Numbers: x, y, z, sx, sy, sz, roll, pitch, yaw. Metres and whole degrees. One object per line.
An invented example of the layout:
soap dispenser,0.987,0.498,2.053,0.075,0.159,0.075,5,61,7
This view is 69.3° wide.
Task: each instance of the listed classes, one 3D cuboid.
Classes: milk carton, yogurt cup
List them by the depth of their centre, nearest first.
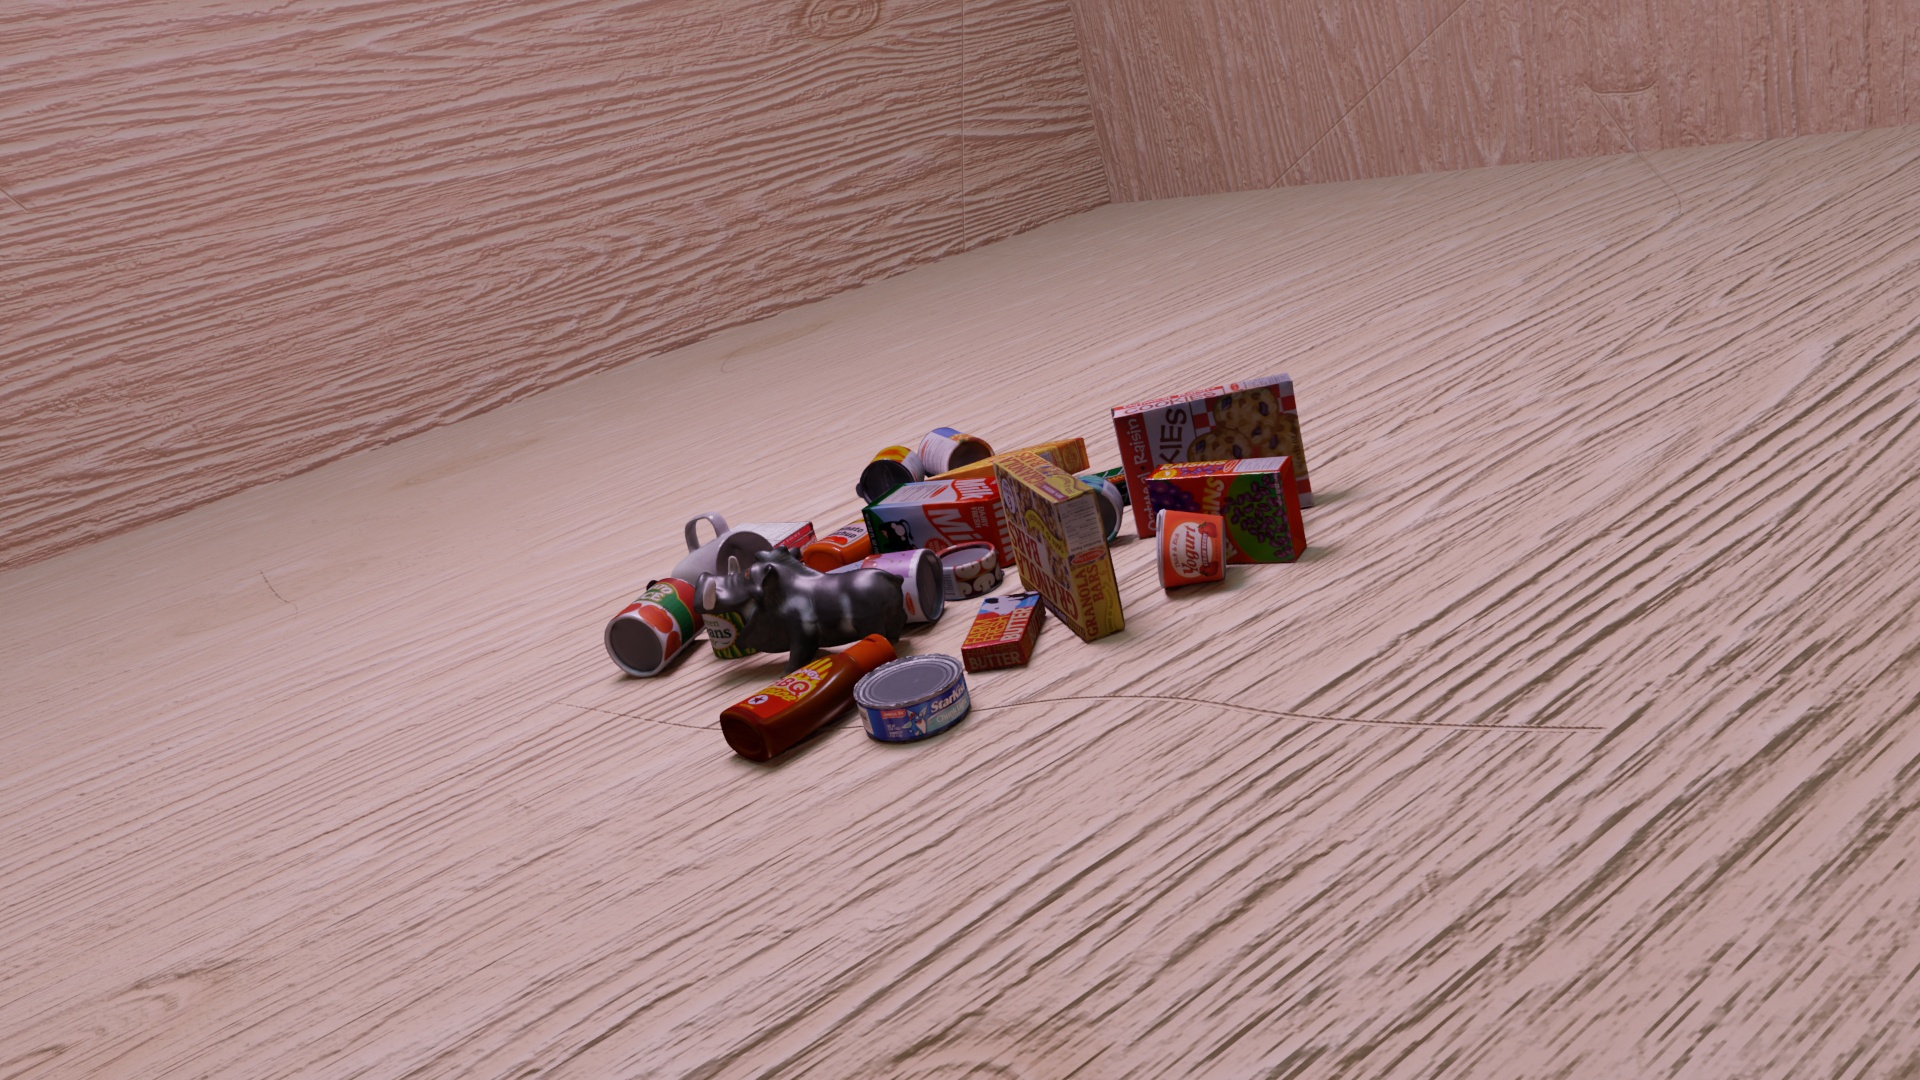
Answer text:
yogurt cup,0.196,0.007,1.177,0.054,0.072,0.073,-1,21,14
milk carton,0.005,-0.017,1.376,0.190,0.072,0.074,-4,21,32

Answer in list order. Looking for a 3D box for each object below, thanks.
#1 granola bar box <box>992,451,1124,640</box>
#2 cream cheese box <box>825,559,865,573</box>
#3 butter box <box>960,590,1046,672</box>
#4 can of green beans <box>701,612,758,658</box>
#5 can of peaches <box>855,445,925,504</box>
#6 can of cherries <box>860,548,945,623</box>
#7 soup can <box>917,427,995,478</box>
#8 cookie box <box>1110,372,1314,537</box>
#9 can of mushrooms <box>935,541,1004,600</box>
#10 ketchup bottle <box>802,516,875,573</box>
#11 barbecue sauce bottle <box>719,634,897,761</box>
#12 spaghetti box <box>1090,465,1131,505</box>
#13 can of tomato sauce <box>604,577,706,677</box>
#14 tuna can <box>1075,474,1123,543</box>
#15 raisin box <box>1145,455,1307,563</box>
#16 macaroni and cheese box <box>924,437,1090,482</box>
granola bar box,0.082,0.001,1.180,0.039,0.123,0.166,-18,18,-11
cream cheese box,-0.094,0.047,1.336,0.053,0.024,0.104,-19,19,-11
butter box,0.036,0.075,1.155,0.053,0.024,0.104,-9,18,16
can of green beans,-0.207,0.070,1.296,0.071,0.057,0.071,-13,18,4
can of peaches,-0.080,-0.071,1.605,0.071,0.071,0.058,-9,18,14
can of cherries,-0.052,0.042,1.249,0.058,0.071,0.072,-7,19,20
soup can,-0.002,-0.094,1.619,0.071,0.071,0.084,-21,20,-19
cookie box,0.236,-0.079,1.304,0.167,0.122,0.040,-11,17,10
can of mushrooms,0.006,0.027,1.305,0.071,0.033,0.071,-13,18,4
ketchup bottle,-0.094,-0.003,1.454,0.064,0.043,0.149,1,23,39
barbecue sauce bottle,-0.115,0.121,1.099,0.065,0.043,0.149,6,26,46
spaghetti box,0.154,-0.053,1.439,0.250,0.028,0.050,-15,18,-3
can of tomato sauce,-0.287,0.080,1.308,0.071,0.071,0.083,-7,20,22
tuna can,0.119,-0.026,1.324,0.071,0.071,0.033,-10,19,13
raisin box,0.231,-0.026,1.208,0.123,0.085,0.040,-3,23,32
macaroni and cheese box,0.054,-0.072,1.487,0.123,0.040,0.167,-12,6,26
